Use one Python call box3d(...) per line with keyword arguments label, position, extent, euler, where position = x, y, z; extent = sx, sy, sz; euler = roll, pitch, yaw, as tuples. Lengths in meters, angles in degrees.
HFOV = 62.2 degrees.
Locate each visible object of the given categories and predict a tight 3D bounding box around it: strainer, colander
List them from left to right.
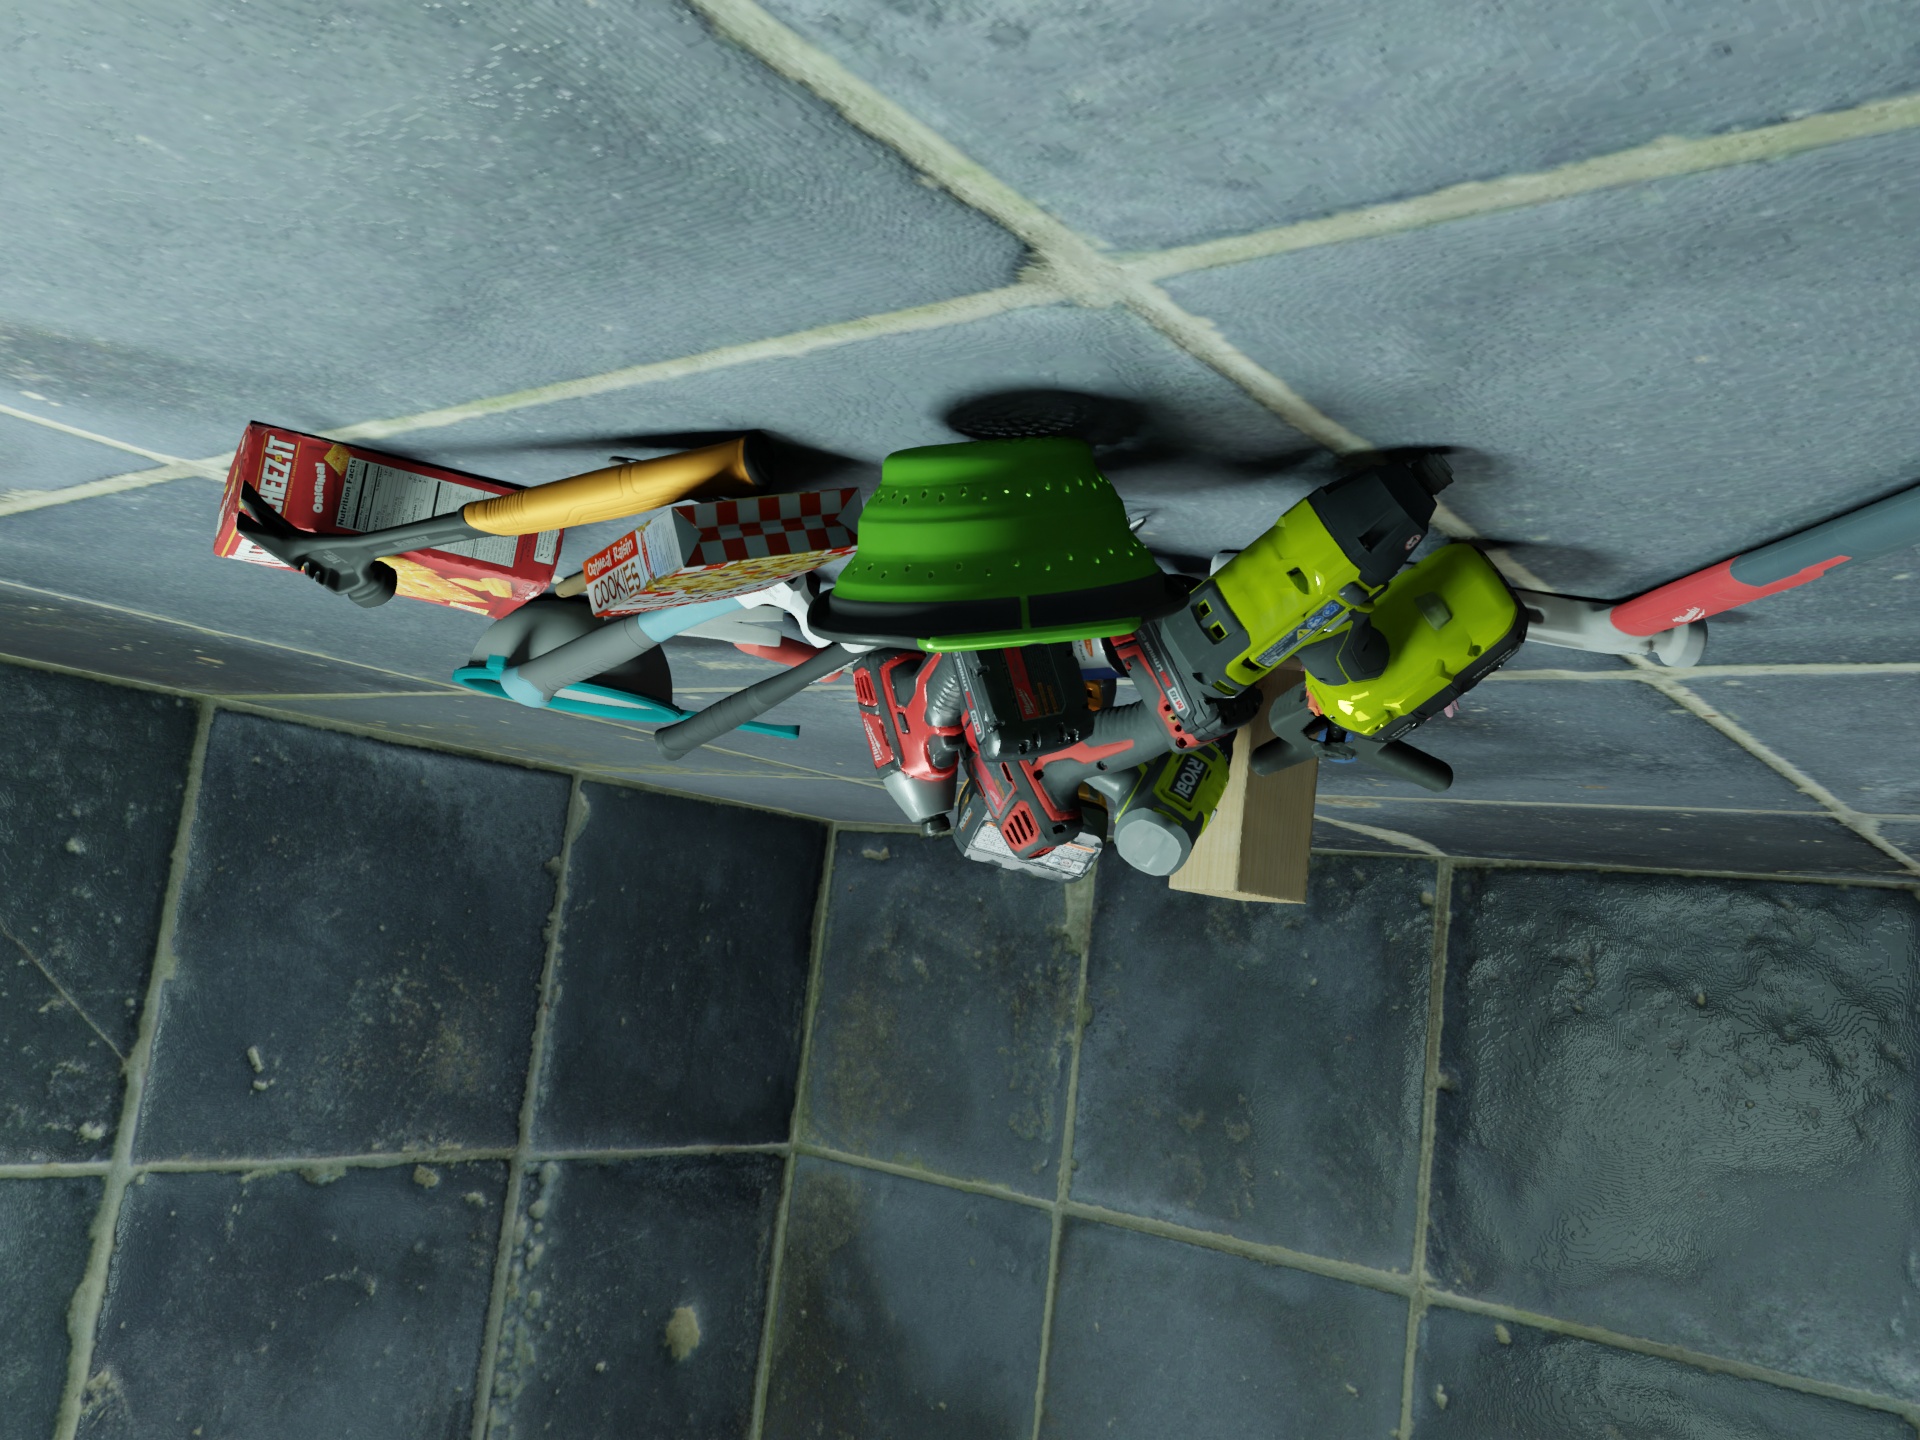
box3d(label="strainer", position=(-0.309, -0.052, 1.543), extent=(0.340, 0.095, 0.211), euler=(11, 172, -26))
box3d(label="colander", position=(0.006, -0.116, 0.923), extent=(0.204, 0.094, 0.397), euler=(-6, -169, -6))

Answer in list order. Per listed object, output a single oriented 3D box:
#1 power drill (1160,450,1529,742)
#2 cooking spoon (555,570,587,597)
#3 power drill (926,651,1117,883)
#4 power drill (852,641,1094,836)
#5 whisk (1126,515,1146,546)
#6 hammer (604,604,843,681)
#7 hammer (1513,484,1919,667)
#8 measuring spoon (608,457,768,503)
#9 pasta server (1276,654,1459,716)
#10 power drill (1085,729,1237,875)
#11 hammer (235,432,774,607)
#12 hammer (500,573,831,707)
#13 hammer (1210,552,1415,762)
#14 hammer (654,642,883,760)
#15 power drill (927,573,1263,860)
box3d(label="power drill", position=(0.235, -0.067, 0.913), extent=(0.171, 0.080, 0.223), euler=(-39, 150, 22))
box3d(label="cooking spoon", position=(-0.266, -0.125, 1.276), extent=(0.068, 0.017, 0.319), euler=(22, 165, -31))
box3d(label="power drill", position=(0.042, 0.016, 1.368), extent=(0.185, 0.226, 0.084), euler=(15, 135, -11))
box3d(label="power drill", position=(-0.002, -0.004, 1.107), extent=(0.078, 0.143, 0.219), euler=(-11, 171, -28))
box3d(label="whisk", position=(0.066, -0.104, 1.083), extent=(0.059, 0.058, 0.246), euler=(44, 166, -11))
box3d(label="hammer", position=(-0.165, -0.067, 1.399), extent=(0.149, 0.037, 0.359), euler=(5, 177, 15))
box3d(label="hammer", position=(0.439, -0.087, 0.889), extent=(0.143, 0.038, 0.386), euler=(9, 172, -4))
box3d(label="measuring spoon", position=(-0.169, -0.153, 1.036), extent=(0.124, 0.018, 0.034), euler=(18, 166, -25))
box3d(label="pasta server", position=(0.257, -0.045, 1.329), extent=(0.316, 0.040, 0.060), euler=(8, 165, 2))
box3d(label="power drill", position=(0.113, 0.007, 1.294), extent=(0.228, 0.191, 0.080), euler=(30, 131, 6))
box3d(label="hammer", position=(-0.272, -0.131, 0.972), extent=(0.337, 0.034, 0.127), euler=(-8, 157, 19))
box3d(label="hammer", position=(-0.243, -0.066, 1.212), extent=(0.331, 0.033, 0.128), euler=(-18, 126, 39))
box3d(label="hammer", position=(0.287, -0.037, 1.211), extent=(0.144, 0.035, 0.405), euler=(4, 164, 17))
box3d(label="hammer", position=(-0.140, -0.030, 1.311), extent=(0.335, 0.035, 0.146), euler=(-24, 175, 40))
box3d(label="power drill", position=(0.082, -0.022, 1.149), extent=(0.226, 0.188, 0.080), euler=(-33, 168, 35))
